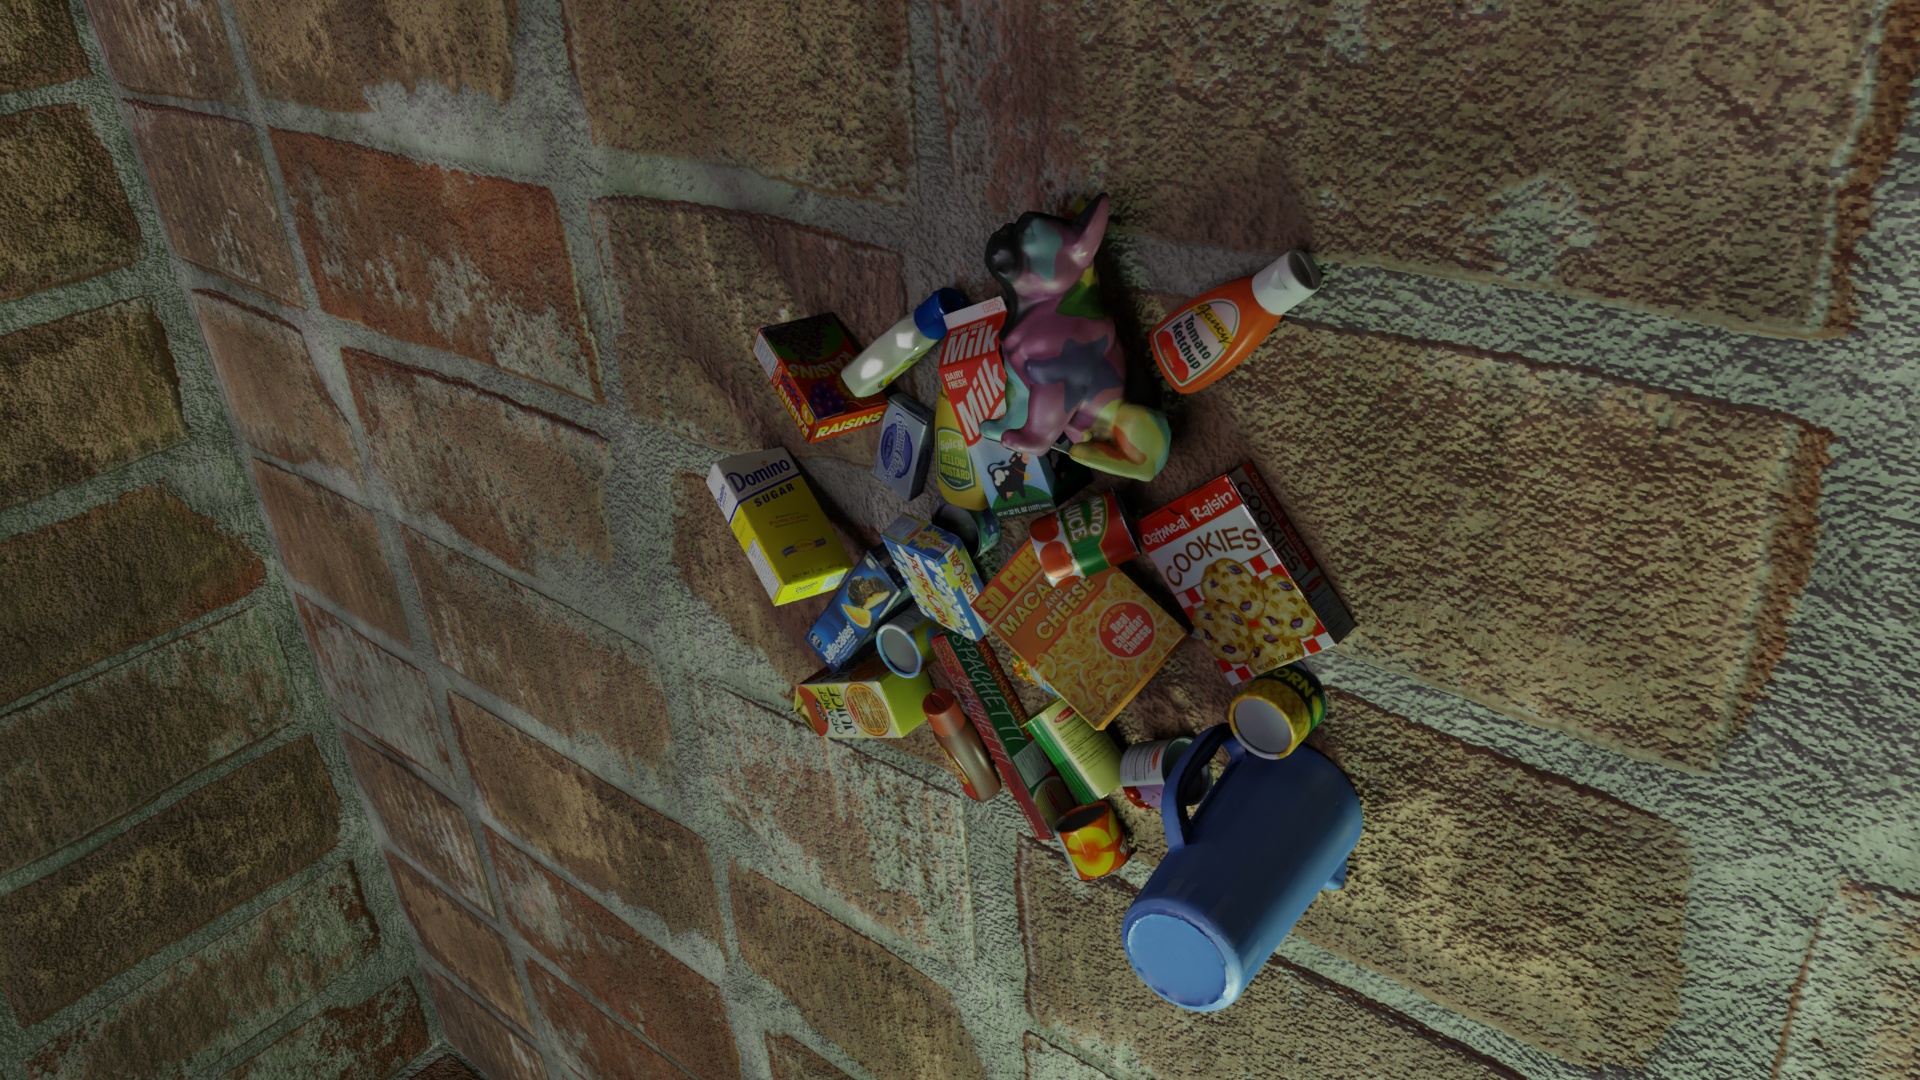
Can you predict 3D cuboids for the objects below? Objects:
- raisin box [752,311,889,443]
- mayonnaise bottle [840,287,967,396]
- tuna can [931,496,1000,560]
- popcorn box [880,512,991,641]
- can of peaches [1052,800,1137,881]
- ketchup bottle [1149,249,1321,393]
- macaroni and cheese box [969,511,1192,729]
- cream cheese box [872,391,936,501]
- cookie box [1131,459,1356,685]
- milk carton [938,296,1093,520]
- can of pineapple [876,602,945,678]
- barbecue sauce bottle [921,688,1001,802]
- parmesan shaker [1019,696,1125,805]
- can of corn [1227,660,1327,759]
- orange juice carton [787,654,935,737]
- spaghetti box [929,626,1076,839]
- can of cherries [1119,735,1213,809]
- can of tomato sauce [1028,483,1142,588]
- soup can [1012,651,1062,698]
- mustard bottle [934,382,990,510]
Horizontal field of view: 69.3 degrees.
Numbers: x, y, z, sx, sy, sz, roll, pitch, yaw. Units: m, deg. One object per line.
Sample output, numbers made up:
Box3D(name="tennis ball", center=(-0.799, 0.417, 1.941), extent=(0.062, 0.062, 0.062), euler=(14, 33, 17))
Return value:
Box3D(name="raisin box", center=(-0.140, -0.164, 1.384), extent=(0.123, 0.086, 0.040), euler=(58, 144, 19))
Box3D(name="mayonnaise bottle", center=(-0.051, -0.188, 1.318), extent=(0.147, 0.065, 0.041), euler=(-32, 93, 45))
Box3D(name="tuna can", center=(0.005, -0.017, 1.389), extent=(0.071, 0.033, 0.070), euler=(24, 129, 33))
Box3D(name="popcorn box", center=(-0.020, 0.038, 1.402), extent=(0.085, 0.038, 0.126), euler=(25, 151, 42))
Box3D(name="can of peaches", center=(0.138, 0.309, 1.437), extent=(0.071, 0.071, 0.058), euler=(-18, 100, 49))
Box3D(name="ketchup bottle", center=(0.214, -0.173, 1.078), extent=(0.148, 0.044, 0.065), euler=(-34, 78, 49))
Box3D(name="macaroni and cheese box", center=(0.110, 0.074, 1.285), extent=(0.167, 0.040, 0.123), euler=(44, 95, 17))
Box3D(name="cream cheese box", center=(-0.056, -0.095, 1.408), extent=(0.053, 0.024, 0.103), euler=(36, 135, 23))
Box3D(name="cookie box", center=(0.238, 0.029, 1.182), extent=(0.122, 0.040, 0.167), euler=(-33, 89, 49))
Box3D(name="milk carton", center=(0.044, -0.122, 1.250), extent=(0.072, 0.074, 0.190), euler=(-12, 105, 39))
Box3D(name="can of pineapple", center=(-0.048, 0.109, 1.500), extent=(0.071, 0.058, 0.070), euler=(24, 129, 33))
Box3D(name="barbecue sauce bottle", center=(-0.001, 0.217, 1.493), extent=(0.065, 0.044, 0.148), euler=(44, 164, 46))
Box3D(name="parmesan shaker", center=(0.117, 0.207, 1.388), extent=(0.103, 0.071, 0.071), euler=(54, 139, 4))
Box3D(name="can of corn", center=(0.275, 0.146, 1.204), extent=(0.071, 0.058, 0.070), euler=(24, 129, 33))
Box3D(name="orange juice carton", center=(-0.119, 0.180, 1.605), extent=(0.192, 0.072, 0.073), euler=(-9, 107, 47))
Box3D(name="spaghetti box", center=(0.047, 0.196, 1.467), extent=(0.028, 0.050, 0.250), euler=(-24, 96, 48))
Box3D(name="can of cherries", center=(0.197, 0.224, 1.326), extent=(0.058, 0.072, 0.071), euler=(-20, 100, 49))
Box3D(name="can of tomato sauce", center=(0.110, -0.003, 1.237), extent=(0.083, 0.071, 0.071), euler=(-22, 100, 11))
Box3D(name="soup can", center=(0.101, 0.119, 1.350), extent=(0.084, 0.072, 0.071), euler=(23, 129, 34))
Box3D(name="mustard bottle", center=(0.005, -0.109, 1.320), extent=(0.065, 0.049, 0.159), euler=(16, 124, 36))
